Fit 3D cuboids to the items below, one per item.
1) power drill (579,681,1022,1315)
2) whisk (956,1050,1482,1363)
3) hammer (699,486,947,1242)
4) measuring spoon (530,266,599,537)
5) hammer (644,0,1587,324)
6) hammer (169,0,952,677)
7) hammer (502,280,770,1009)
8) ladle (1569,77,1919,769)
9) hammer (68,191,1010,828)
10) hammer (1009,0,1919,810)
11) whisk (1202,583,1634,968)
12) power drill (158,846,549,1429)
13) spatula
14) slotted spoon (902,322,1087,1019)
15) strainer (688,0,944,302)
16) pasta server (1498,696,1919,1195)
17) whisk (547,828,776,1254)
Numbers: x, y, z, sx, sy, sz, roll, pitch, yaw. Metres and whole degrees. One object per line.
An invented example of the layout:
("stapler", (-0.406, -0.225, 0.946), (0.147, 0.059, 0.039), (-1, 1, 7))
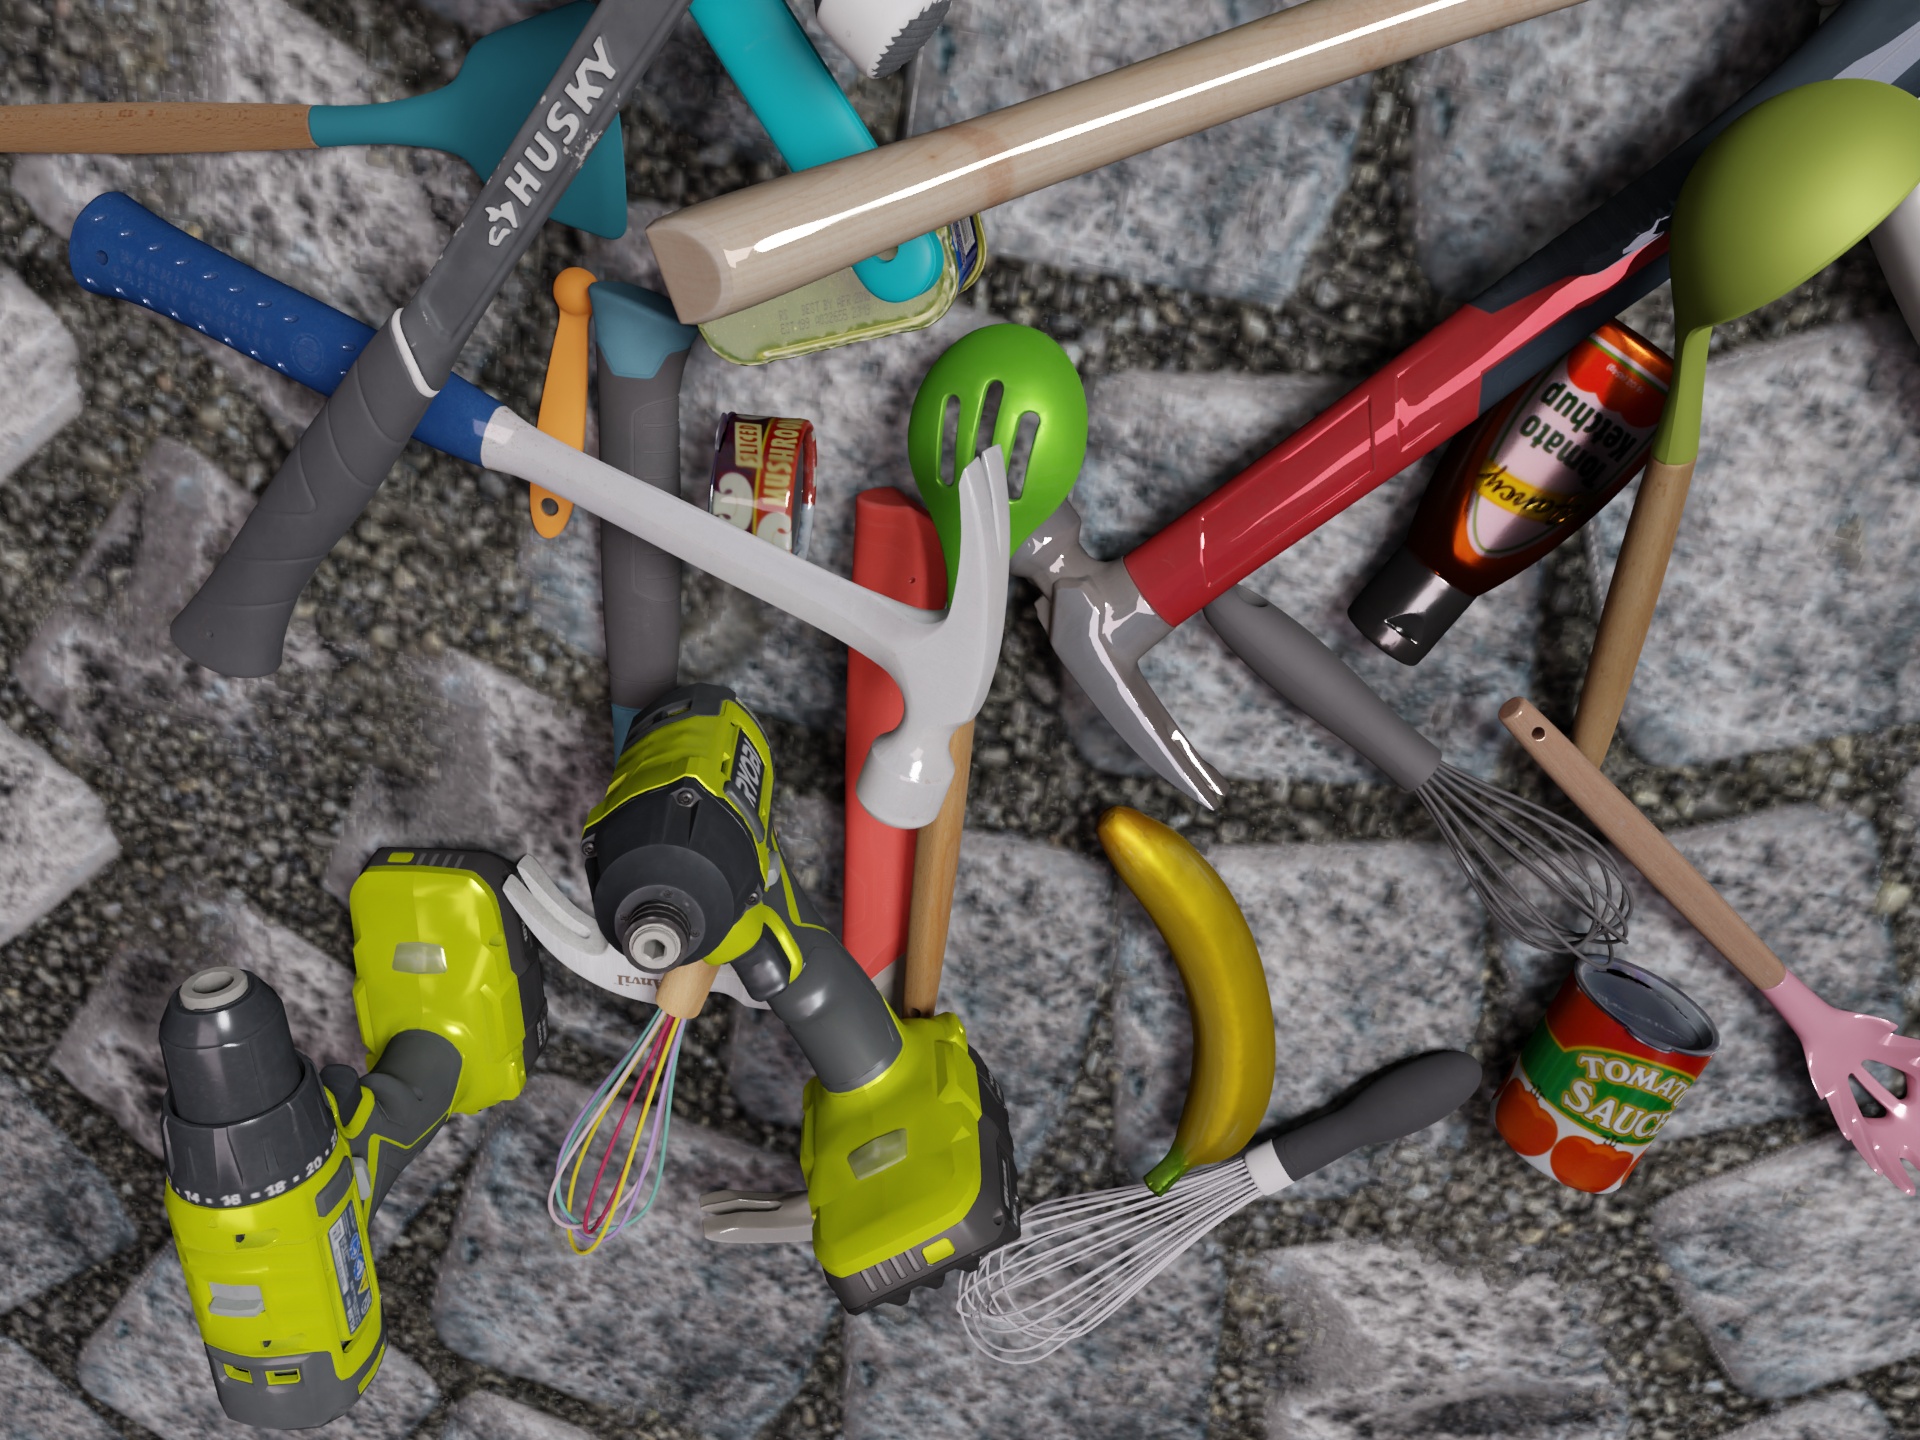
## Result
("power drill", (-0.063, 0.109, 0.607), (0.080, 0.171, 0.223), (-28, 110, 7))
("whisk", (0.120, 0.230, 0.765), (0.284, 0.070, 0.070), (-30, 107, 13))
("hammer", (-0.044, 0.076, 0.710), (0.149, 0.037, 0.359), (-3, 112, -14))
("measuring spoon", (-0.166, -0.129, 0.661), (0.021, 0.011, 0.116), (14, 115, 0))
("hammer", (0.105, -0.203, 0.479), (0.410, 0.146, 0.038), (-19, 114, 0))
("hammer", (-0.183, -0.145, 0.550), (0.149, 0.036, 0.409), (46, 122, -5))
("hammer", (-0.137, -0.021, 0.695), (0.128, 0.033, 0.330), (6, 114, 3))
("ladle", (0.255, -0.070, 0.554), (0.062, 0.078, 0.319), (23, 148, 25))
("hammer", (-0.166, -0.109, 0.603), (0.405, 0.035, 0.144), (27, 119, 10))
("hammer", (0.194, -0.118, 0.570), (0.386, 0.038, 0.143), (-36, 91, 26))
("whisk", (0.192, 0.022, 0.669), (0.239, 0.055, 0.055), (40, 112, -6))
("power drill", (-0.255, 0.147, 0.673), (0.080, 0.229, 0.190), (2, 114, 5))
("spatula", (-0.278, -0.229, 0.612), (0.317, 0.044, 0.082), (2, 117, 7))
("slotted spoon", (-0.001, -0.002, 0.650), (0.070, 0.031, 0.313), (13, 115, 13))
("strainer", (-0.094, -0.293, 0.522), (0.211, 0.095, 0.340), (-28, 101, 27))
("pasta server", (0.334, 0.096, 0.677), (0.316, 0.040, 0.060), (41, 96, -17))
("whisk", (-0.135, 0.150, 0.729), (0.051, 0.047, 0.245), (24, 110, -5))
